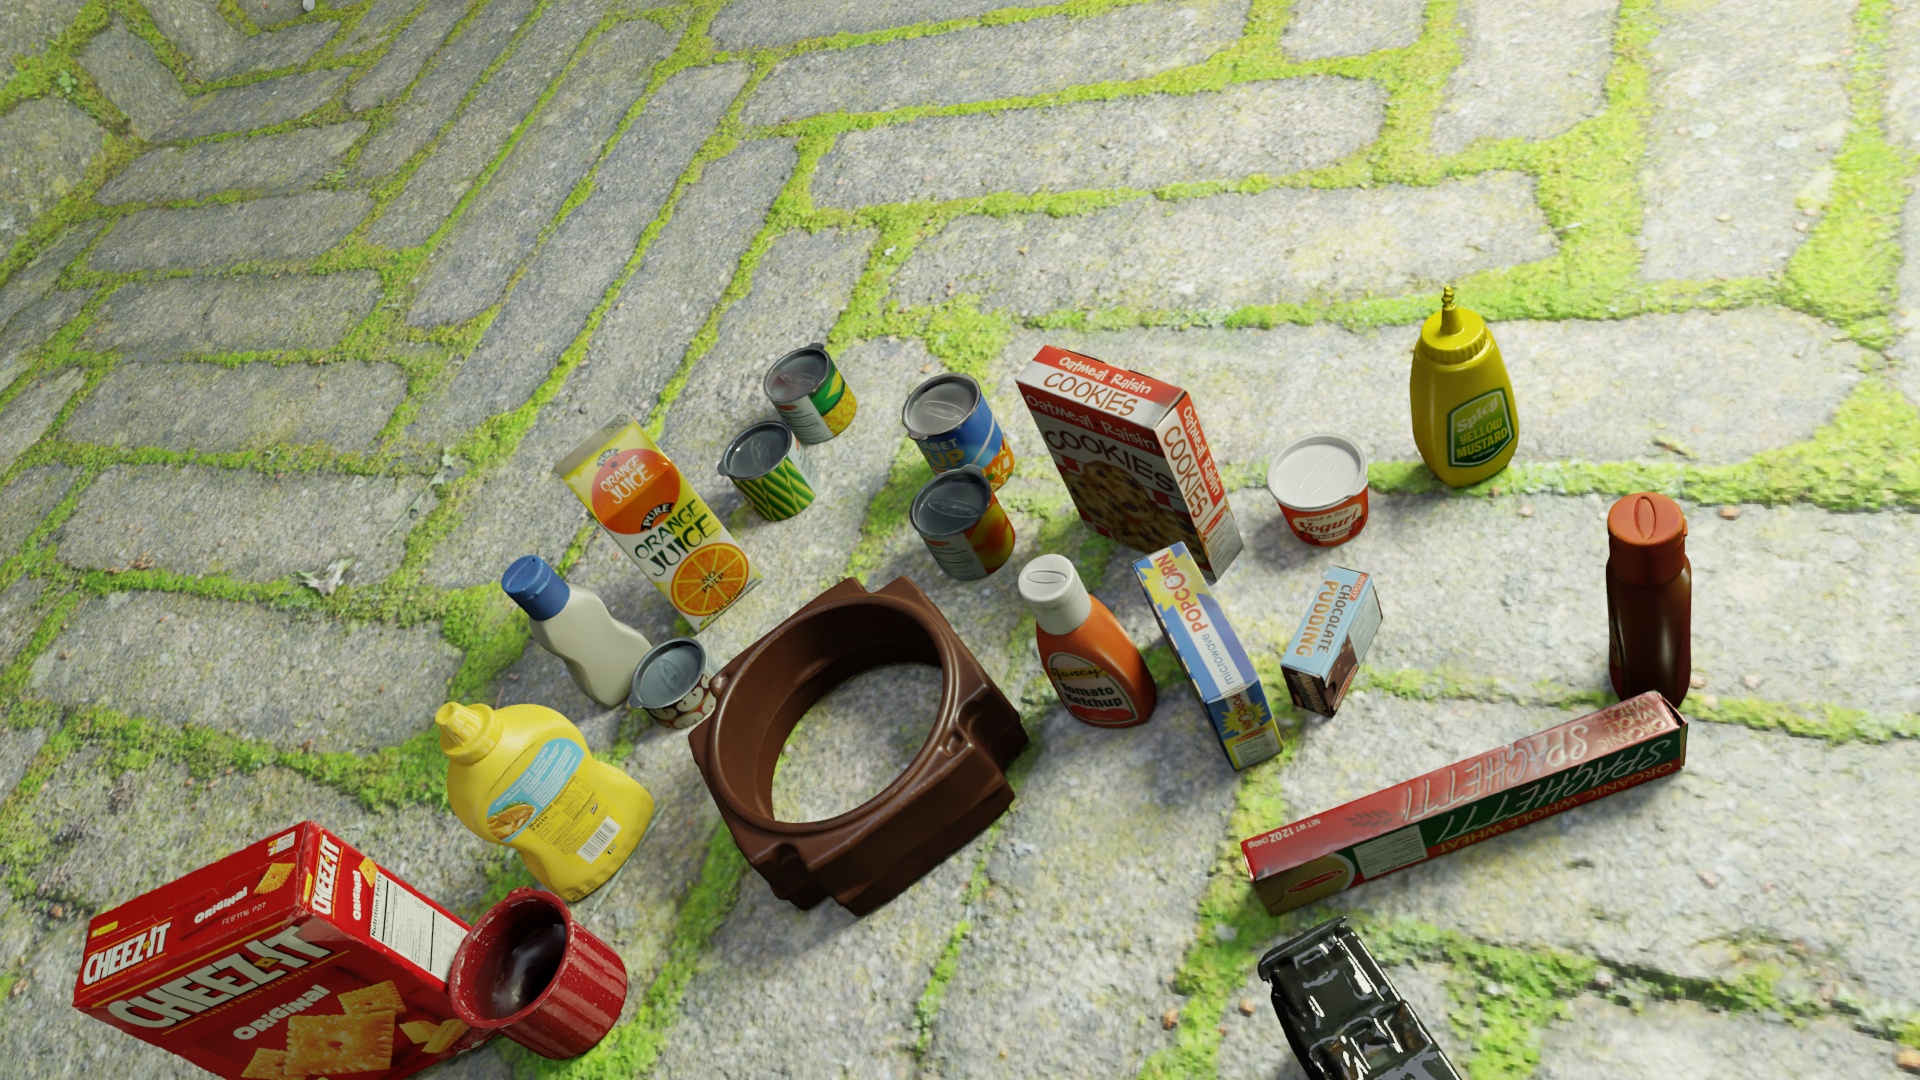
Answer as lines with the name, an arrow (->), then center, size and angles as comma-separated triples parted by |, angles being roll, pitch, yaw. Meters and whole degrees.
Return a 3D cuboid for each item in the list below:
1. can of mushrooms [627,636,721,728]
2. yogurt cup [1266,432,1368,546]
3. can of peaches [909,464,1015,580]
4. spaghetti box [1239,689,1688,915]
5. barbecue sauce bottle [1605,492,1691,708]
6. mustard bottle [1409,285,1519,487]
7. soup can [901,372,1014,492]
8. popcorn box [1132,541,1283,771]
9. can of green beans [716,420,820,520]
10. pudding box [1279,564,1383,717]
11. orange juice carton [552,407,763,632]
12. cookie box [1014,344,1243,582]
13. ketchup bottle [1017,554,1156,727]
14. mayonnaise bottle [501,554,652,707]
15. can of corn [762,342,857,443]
can of mushrooms -> -0.223, 0.113, 1.087 | 0.071, 0.033, 0.071 | -14, 47, 16
yogurt cup -> 0.250, -0.033, 0.960 | 0.072, 0.053, 0.073 | -14, 47, 16
can of peaches -> 0.004, -0.013, 1.064 | 0.071, 0.058, 0.071 | -14, 47, 16
spaghetti box -> 0.284, 0.151, 0.788 | 0.250, 0.050, 0.029 | -22, 46, 8
barbecue sauce bottle -> 0.382, 0.032, 0.771 | 0.043, 0.148, 0.065 | -3, 52, 25
mustard bottle -> 0.325, -0.103, 0.908 | 0.065, 0.159, 0.049 | -27, 45, 4
soup can -> -0.002, -0.080, 1.106 | 0.071, 0.083, 0.072 | -14, 47, 16
popcorn box -> 0.159, 0.073, 0.893 | 0.038, 0.085, 0.127 | -26, 45, 5
can of green beans -> -0.161, -0.059, 1.186 | 0.071, 0.057, 0.071 | -14, 47, 16
pudding box -> 0.238, 0.064, 0.886 | 0.030, 0.049, 0.084 | 15, 60, 36
orange juice carton -> -0.242, -0.019, 1.098 | 0.072, 0.192, 0.073 | -41, 46, -10
cookie box -> 0.119, -0.053, 0.964 | 0.123, 0.166, 0.040 | 25, 67, 39
ketchup bottle -> 0.078, 0.066, 0.895 | 0.064, 0.148, 0.044 | 1, 53, 28
mayonnaise bottle -> -0.299, 0.068, 1.083 | 0.041, 0.147, 0.065 | 24, 66, 39
can of corn -> -0.131, -0.130, 1.233 | 0.071, 0.058, 0.071 | -14, 47, 16
